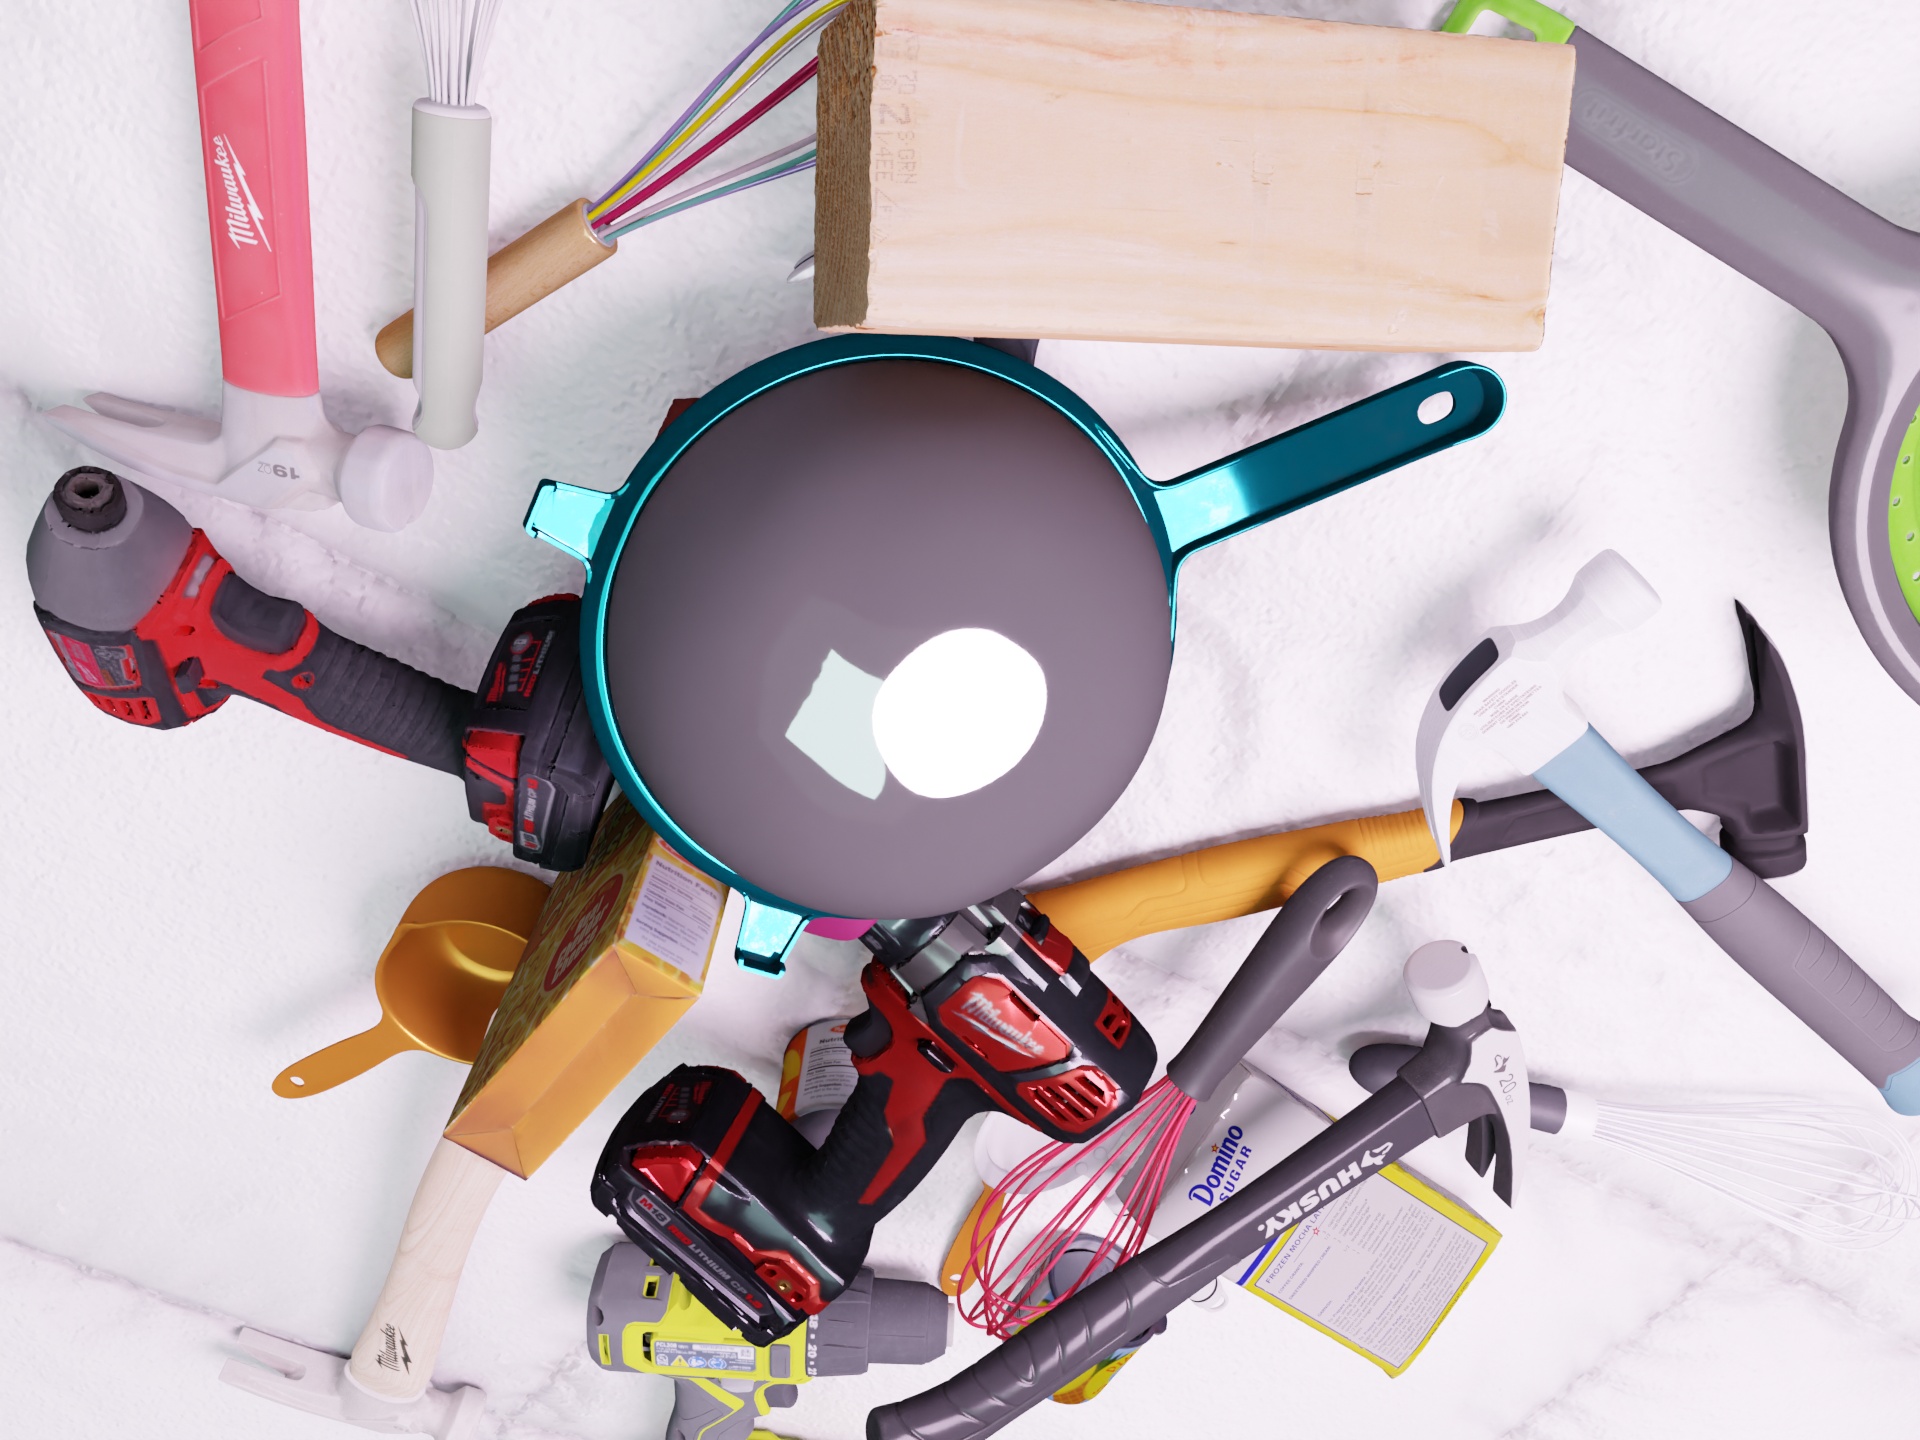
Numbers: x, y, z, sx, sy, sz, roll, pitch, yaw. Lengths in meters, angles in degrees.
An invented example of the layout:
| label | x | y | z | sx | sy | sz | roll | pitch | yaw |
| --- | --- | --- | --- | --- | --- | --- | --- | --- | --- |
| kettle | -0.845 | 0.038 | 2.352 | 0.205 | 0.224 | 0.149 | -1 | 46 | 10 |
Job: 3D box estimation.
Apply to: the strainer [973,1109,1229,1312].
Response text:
| label | x | y | z | sx | sy | sz | roll | pitch | yaw |
| --- | --- | --- | --- | --- | --- | --- | --- | --- | --- |
| strainer | 0.076 | 0.235 | 0.804 | 0.087 | 0.050 | 0.258 | -37 | 122 | -1 |

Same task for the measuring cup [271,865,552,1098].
| label | x | y | z | sx | sy | sz | roll | pitch | yaw |
| --- | --- | --- | --- | --- | --- | --- | --- | --- | --- |
| measuring cup | -0.251 | 0.127 | 0.741 | 0.173 | 0.052 | 0.095 | -27 | 118 | 20 |

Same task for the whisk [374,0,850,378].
| label | x | y | z | sx | sy | sz | roll | pitch | yaw |
| --- | --- | --- | --- | --- | --- | --- | --- | --- | --- |
| whisk | -0.110 | -0.183 | 0.543 | 0.245 | 0.047 | 0.051 | -24 | 101 | 21 |

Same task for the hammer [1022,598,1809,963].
| label | x | y | z | sx | sy | sz | roll | pitch | yaw |
| --- | --- | --- | --- | --- | --- | --- | --- | --- | --- |
| hammer | 0.184 | 0.049 | 0.684 | 0.337 | 0.034 | 0.127 | -15 | 122 | 12 |

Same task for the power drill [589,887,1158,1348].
| label | x | y | z | sx | sy | sz | roll | pitch | yaw |
| --- | --- | --- | --- | --- | --- | --- | --- | --- | --- |
| power drill | -0.056 | 0.138 | 0.664 | 0.188 | 0.080 | 0.226 | 45 | 113 | -7 |

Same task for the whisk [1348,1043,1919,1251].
| label | x | y | z | sx | sy | sz | roll | pitch | yaw |
| --- | --- | --- | --- | --- | --- | --- | --- | --- | --- |
| whisk | 0.325 | 0.197 | 0.764 | 0.284 | 0.070 | 0.070 | 13 | 122 | 0 |

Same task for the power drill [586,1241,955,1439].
| label | x | y | z | sx | sy | sz | roll | pitch | yaw |
| --- | --- | --- | --- | --- | --- | --- | --- | --- | --- |
| power drill | -0.102 | 0.385 | 0.886 | 0.190 | 0.080 | 0.228 | 3 | 120 | 0 |

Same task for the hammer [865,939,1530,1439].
| label | x | y | z | sx | sy | sz | roll | pitch | yaw |
| --- | --- | --- | --- | --- | --- | --- | --- | --- | --- |
| hammer | 0.104 | 0.236 | 0.693 | 0.335 | 0.035 | 0.146 | -33 | 123 | -4 |

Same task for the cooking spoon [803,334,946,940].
| label | x | y | z | sx | sy | sz | roll | pitch | yaw |
| --- | --- | --- | --- | --- | --- | --- | --- | --- | --- |
| cooking spoon | -0.027 | -0.066 | 0.560 | 0.069 | 0.017 | 0.318 | 15 | 108 | 9 |

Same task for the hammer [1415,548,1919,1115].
| label | x | y | z | sx | sy | sz | roll | pitch | yaw |
| --- | --- | --- | --- | --- | --- | --- | --- | --- | --- |
| hammer | 0.314 | 0.071 | 0.654 | 0.330 | 0.033 | 0.128 | 37 | 117 | -21 |

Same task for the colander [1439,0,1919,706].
| label | x | y | z | sx | sy | sz | roll | pitch | yaw |
| --- | --- | --- | --- | --- | --- | --- | --- | --- | --- |
| colander | 0.335 | -0.134 | 0.541 | 0.397 | 0.094 | 0.204 | 34 | 120 | 3 |

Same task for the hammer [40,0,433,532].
| label | x | y | z | sx | sy | sz | roll | pitch | yaw |
| --- | --- | --- | --- | --- | --- | --- | --- | --- | --- |
| hammer | -0.240 | -0.253 | 0.500 | 0.143 | 0.038 | 0.386 | 15 | 120 | 9 |

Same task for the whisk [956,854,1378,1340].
| label | x | y | z | sx | sy | sz | roll | pitch | yaw |
| --- | --- | --- | --- | --- | --- | --- | --- | --- | --- |
| whisk | 0.089 | 0.174 | 0.706 | 0.073 | 0.073 | 0.295 | 29 | 109 | -16 |

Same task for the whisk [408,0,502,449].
| label | x | y | z | sx | sy | sz | roll | pitch | yaw |
| --- | --- | --- | --- | --- | --- | --- | --- | --- | --- |
| whisk | -0.164 | -0.205 | 0.511 | 0.059 | 0.058 | 0.246 | -1 | 119 | -22 |

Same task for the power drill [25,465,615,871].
| label | x | y | z | sx | sy | sz | roll | pitch | yaw |
| --- | --- | --- | --- | --- | --- | --- | --- | --- | --- |
| power drill | -0.236 | -0.024 | 0.604 | 0.219 | 0.079 | 0.143 | 18 | 151 | -7 |

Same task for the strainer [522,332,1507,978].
| label | x | y | z | sx | sy | sz | roll | pitch | yaw |
| --- | --- | --- | --- | --- | --- | --- | --- | --- | --- |
| strainer | 0.044 | -0.040 | 0.522 | 0.340 | 0.095 | 0.210 | -23 | 112 | -5 |

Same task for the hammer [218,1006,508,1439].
| label | x | y | z | sx | sy | sz | roll | pitch | yaw |
| --- | --- | --- | --- | --- | --- | --- | --- | --- | --- |
| hammer | -0.273 | 0.261 | 0.801 | 0.146 | 0.038 | 0.410 | 22 | 129 | -11 |

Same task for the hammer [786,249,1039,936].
| label | x | y | z | sx | sy | sz | roll | pitch | yaw |
| --- | --- | --- | --- | --- | --- | --- | --- | --- | --- |
| hammer | -0.001 | -0.002 | 0.642 | 0.149 | 0.036 | 0.408 | 6 | 118 | 0 |

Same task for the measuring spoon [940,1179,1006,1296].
| label | x | y | z | sx | sy | sz | roll | pitch | yaw |
| --- | --- | --- | --- | --- | --- | --- | --- | --- | --- |
| measuring spoon | 0.009 | 0.271 | 0.849 | 0.021 | 0.011 | 0.116 | 13 | 126 | -6 |
